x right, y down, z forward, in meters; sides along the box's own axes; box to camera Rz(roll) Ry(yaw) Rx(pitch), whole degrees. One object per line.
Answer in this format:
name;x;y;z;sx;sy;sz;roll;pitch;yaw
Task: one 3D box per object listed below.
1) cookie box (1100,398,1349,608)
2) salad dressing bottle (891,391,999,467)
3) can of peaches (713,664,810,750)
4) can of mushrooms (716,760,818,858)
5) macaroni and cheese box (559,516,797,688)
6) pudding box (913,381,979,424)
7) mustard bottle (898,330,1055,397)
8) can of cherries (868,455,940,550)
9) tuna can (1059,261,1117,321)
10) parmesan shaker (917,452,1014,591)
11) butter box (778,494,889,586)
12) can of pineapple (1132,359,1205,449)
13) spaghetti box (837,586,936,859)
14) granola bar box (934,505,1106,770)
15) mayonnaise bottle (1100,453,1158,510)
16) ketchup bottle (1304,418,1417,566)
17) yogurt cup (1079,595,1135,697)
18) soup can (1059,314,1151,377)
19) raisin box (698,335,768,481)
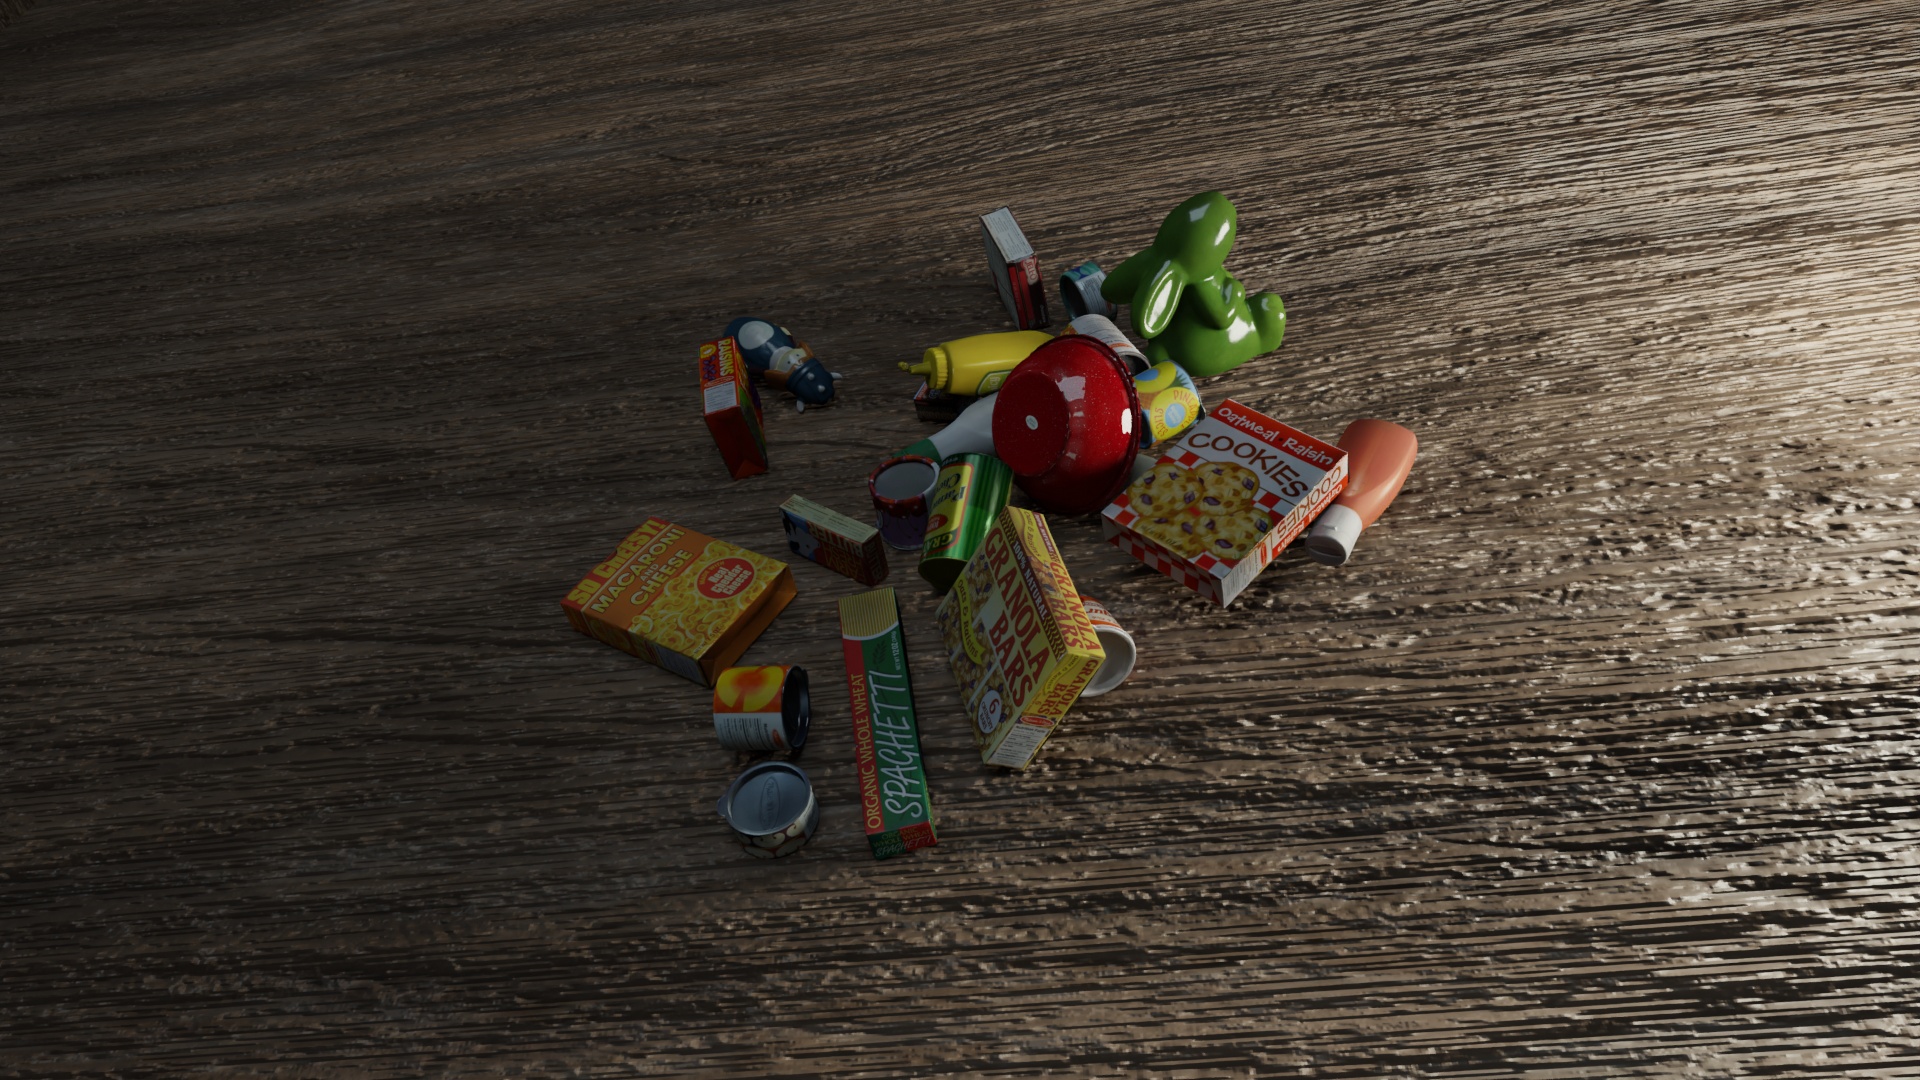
cookie box;0.216;-0.034;1.131;0.123;0.040;0.168;32;61;35
salad dressing bottle;0.008;-0.095;1.303;0.148;0.043;0.064;-26;48;-13
can of peaches;-0.155;0.130;1.087;0.058;0.071;0.071;-3;43;12
can of mushrooms;-0.142;0.200;1.032;0.071;0.033;0.071;-7;43;6
macaroni and cheese box;-0.246;0.049;1.214;0.166;0.040;0.124;18;50;29
pudding box;-0.007;-0.152;1.377;0.049;0.030;0.084;10;47;24
mustard bottle;0.017;-0.165;1.326;0.160;0.065;0.049;-6;60;-21
can of cherries;-0.047;-0.034;1.240;0.071;0.058;0.072;-7;43;6
tuna can;0.129;-0.249;1.422;0.033;0.070;0.071;-25;44;-11
parmesan shaker;0.004;-0.015;1.182;0.071;0.071;0.103;3;63;17
butter box;-0.112;0.000;1.224;0.103;0.052;0.024;22;50;32
can of pineapple;0.180;-0.124;1.274;0.058;0.070;0.071;-29;45;-15
spaghetti box;-0.060;0.134;1.085;0.050;0.028;0.251;-13;42;1
granola bar box;0.042;0.072;1.062;0.039;0.123;0.166;15;34;-28
mayonnaise bottle;0.192;-0.022;1.182;0.065;0.041;0.148;-40;50;-24
ketchup bottle;0.331;-0.041;1.165;0.065;0.043;0.149;15;49;28
yogurt cup;0.096;0.080;1.081;0.072;0.072;0.054;-17;35;-4
soup can;0.136;-0.168;1.333;0.071;0.071;0.084;-20;39;-8
raisin box;-0.224;-0.131;1.366;0.040;0.085;0.124;-17;42;3
